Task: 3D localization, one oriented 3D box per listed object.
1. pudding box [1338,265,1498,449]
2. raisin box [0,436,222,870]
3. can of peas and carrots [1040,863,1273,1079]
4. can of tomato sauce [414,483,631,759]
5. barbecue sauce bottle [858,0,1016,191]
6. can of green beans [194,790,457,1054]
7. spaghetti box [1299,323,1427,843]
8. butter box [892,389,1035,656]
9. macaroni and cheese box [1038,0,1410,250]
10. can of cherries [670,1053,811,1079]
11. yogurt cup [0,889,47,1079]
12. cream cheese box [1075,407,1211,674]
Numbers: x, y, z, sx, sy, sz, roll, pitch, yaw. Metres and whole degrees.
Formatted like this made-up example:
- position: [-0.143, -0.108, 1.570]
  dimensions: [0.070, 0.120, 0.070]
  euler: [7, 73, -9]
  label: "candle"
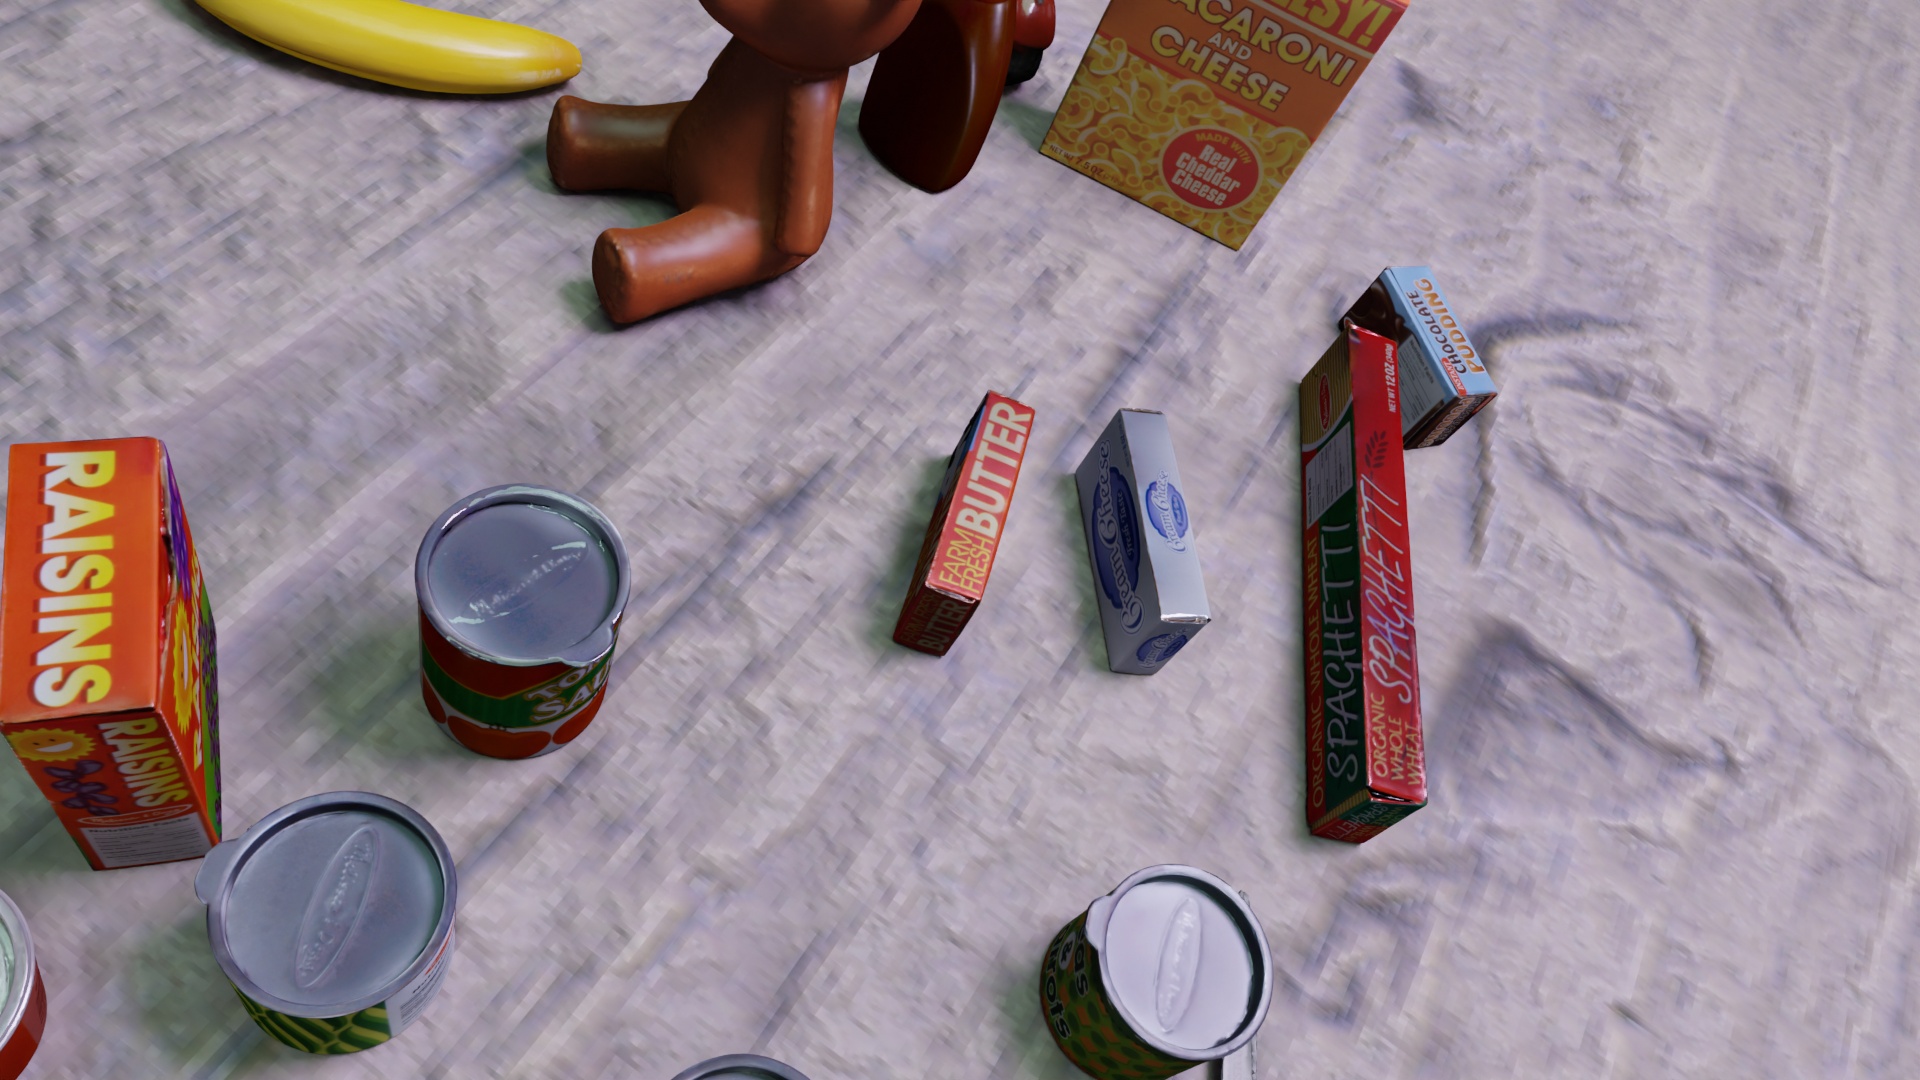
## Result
- position: [0.235, -0.095, 0.717]
  dimensions: [0.030, 0.049, 0.084]
  euler: [-8, 63, -24]
  label: "pudding box"
- position: [-0.248, 0.038, 0.412]
  dimensions: [0.040, 0.122, 0.086]
  euler: [-4, 62, -22]
  label: "raisin box"
- position: [0.066, 0.155, 0.495]
  dimensions: [0.071, 0.058, 0.071]
  euler: [9, 57, -15]
  label: "can of peas and carrots"
- position: [-0.150, 0.031, 0.477]
  dimensions: [0.071, 0.082, 0.071]
  euler: [9, 57, -15]
  label: "can of tomato sauce"
- position: [-0.003, -0.237, 0.656]
  dimensions: [0.065, 0.147, 0.044]
  euler: [42, 55, 8]
  label: "barbecue sauce bottle"
- position: [-0.189, 0.118, 0.424]
  dimensions: [0.071, 0.057, 0.071]
  euler: [9, 57, -15]
  label: "can of green beans"
- position: [0.179, 0.012, 0.630]
  dimensions: [0.029, 0.050, 0.251]
  euler: [16, 56, -11]
  label: "spaghetti box"
- position: [0.002, -0.007, 0.575]
  dimensions: [0.024, 0.053, 0.104]
  euler: [22, 55, -7]
  label: "butter box"
- position: [0.127, -0.236, 0.693]
  dimensions: [0.124, 0.165, 0.040]
  euler: [25, 55, -4]
  label: "macaroni and cheese box"
- position: [-0.073, 0.197, 0.418]
  dimensions: [0.071, 0.058, 0.072]
  euler: [9, 57, -15]
  label: "can of cherries"
- position: [-0.289, 0.130, 0.382]
  dimensions: [0.072, 0.053, 0.073]
  euler: [9, 57, -15]
  label: "yogurt cup"
- position: [0.077, 0.000, 0.597]
  dimensions: [0.024, 0.053, 0.104]
  euler: [3, 59, -18]
  label: "cream cheese box"
